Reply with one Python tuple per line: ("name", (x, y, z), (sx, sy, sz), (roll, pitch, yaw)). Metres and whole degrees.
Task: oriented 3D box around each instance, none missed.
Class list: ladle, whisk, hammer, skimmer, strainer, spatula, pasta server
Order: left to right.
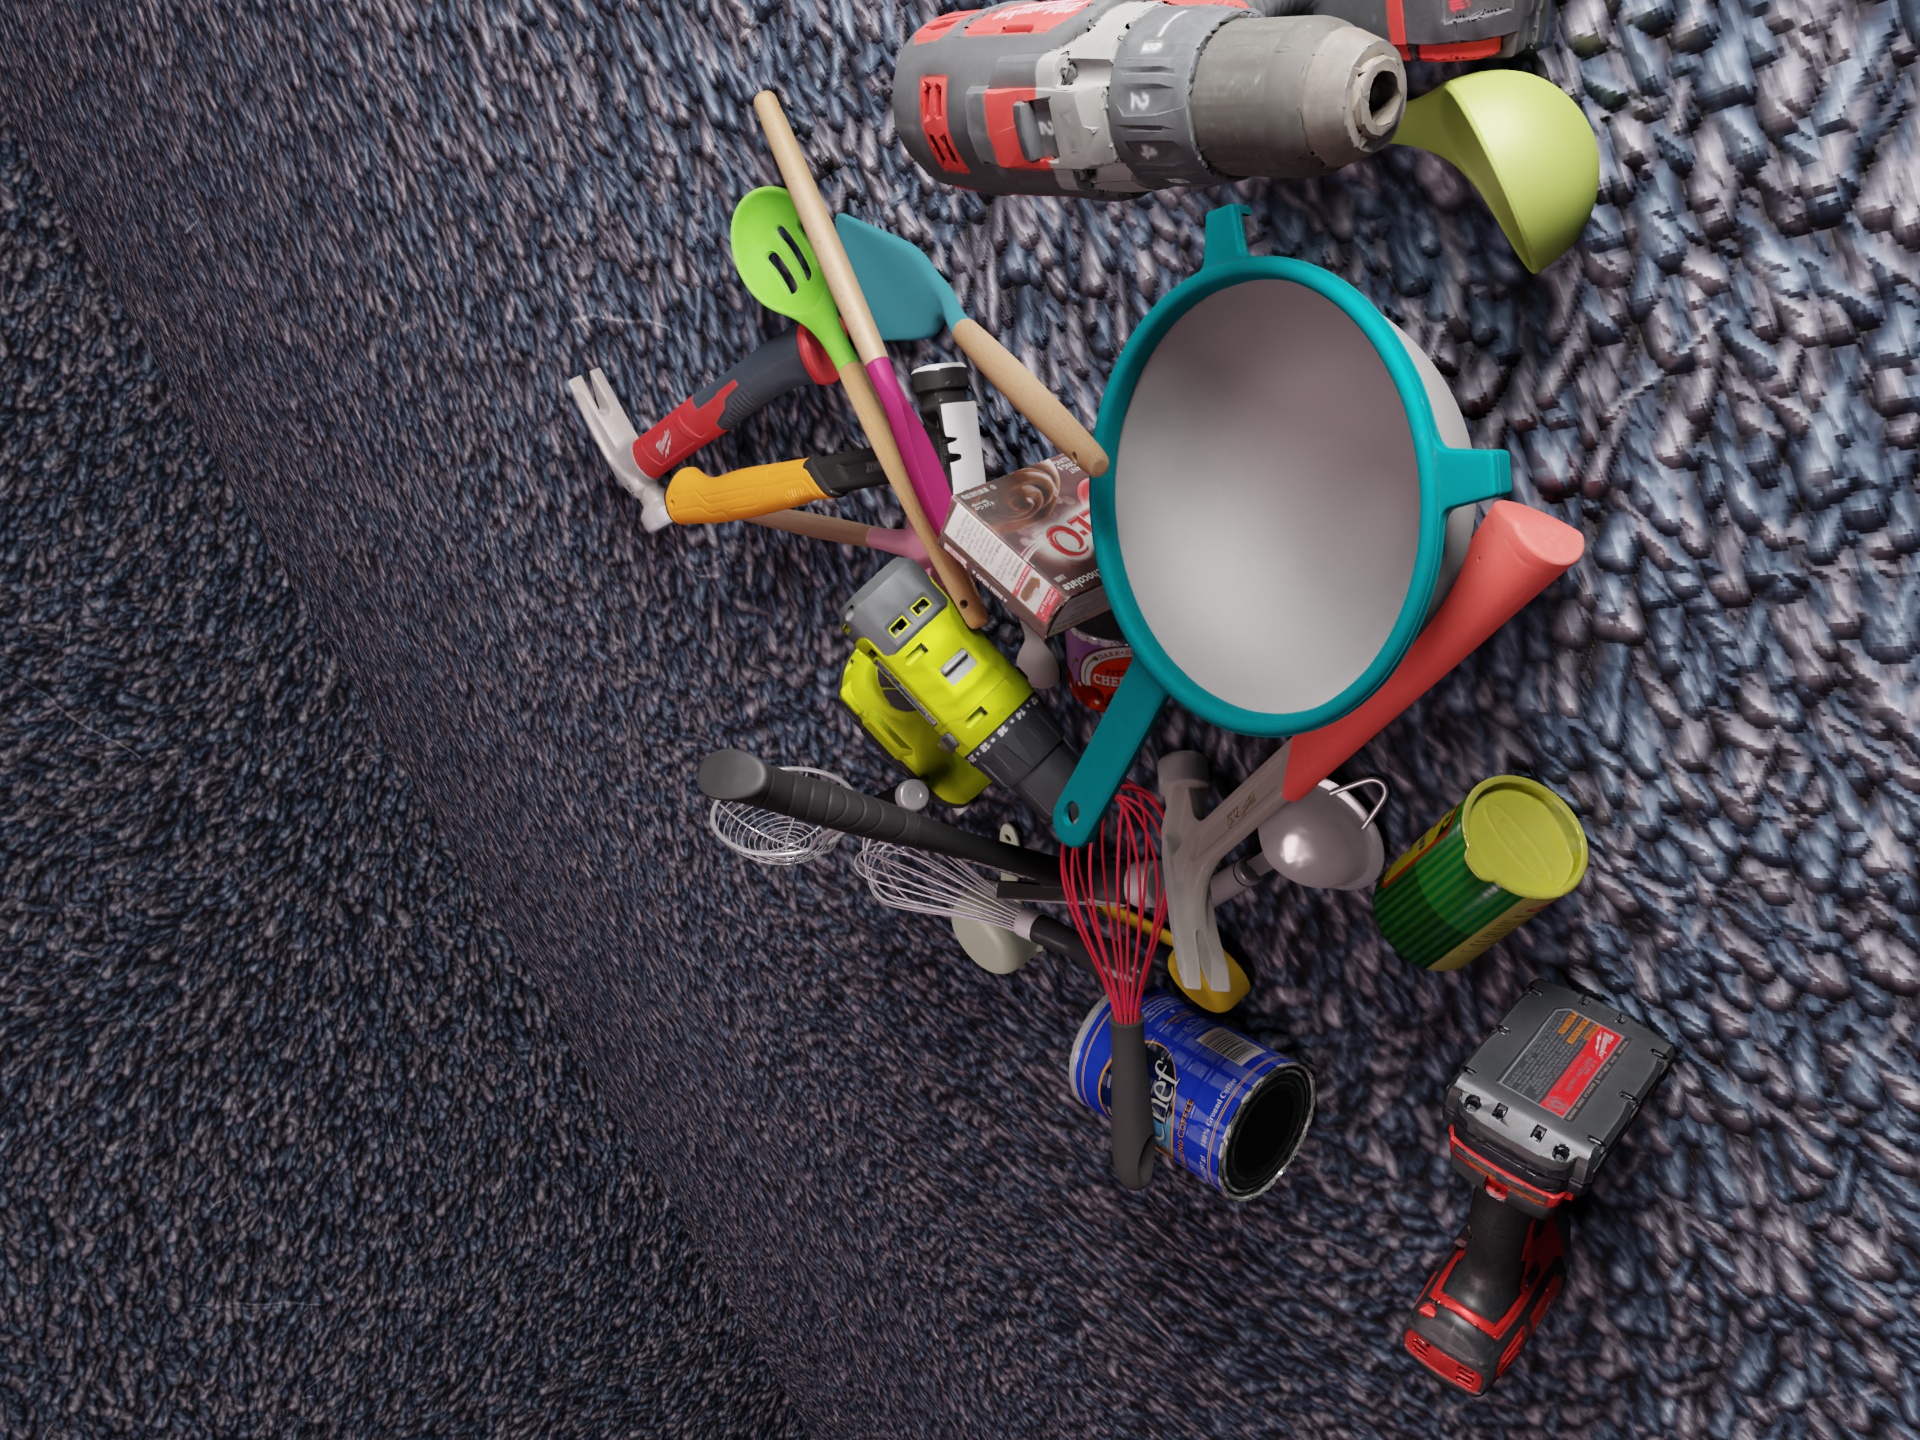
("hammer", (-0.191, -0.244, 1.180), (0.386, 0.038, 0.143), (-11, 109, 59))
("hammer", (-0.103, -0.154, 1.080), (0.337, 0.034, 0.127), (2, 102, 50))
("skimmer", (-0.105, 0.056, 1.241), (0.363, 0.127, 0.090), (-28, 81, 67))
("pasta server", (-0.083, -0.133, 1.137), (0.316, 0.040, 0.060), (18, 117, 49))
("hammer", (-0.024, 0.075, 1.036), (0.334, 0.035, 0.146), (20, 164, -38))
("spatula", (0.001, -0.200, 0.872), (0.318, 0.044, 0.082), (-124, 21, -51))
("whisk", (0.028, 0.141, 1.197), (0.285, 0.070, 0.070), (20, 137, 37))
("whisk", (0.106, 0.176, 1.031), (0.073, 0.073, 0.295), (16, 118, 49))
("strainer", (0.140, -0.059, 0.771), (0.211, 0.095, 0.340), (56, 140, 31))
("strainer", (0.182, 0.092, 0.979), (0.087, 0.050, 0.258), (47, 154, 4))
("ladle", (0.127, -0.249, 0.683), (0.320, 0.062, 0.078), (28, 169, 45))
("hammer", (0.194, 0.013, 0.821), (0.359, 0.036, 0.149), (125, 147, -55))

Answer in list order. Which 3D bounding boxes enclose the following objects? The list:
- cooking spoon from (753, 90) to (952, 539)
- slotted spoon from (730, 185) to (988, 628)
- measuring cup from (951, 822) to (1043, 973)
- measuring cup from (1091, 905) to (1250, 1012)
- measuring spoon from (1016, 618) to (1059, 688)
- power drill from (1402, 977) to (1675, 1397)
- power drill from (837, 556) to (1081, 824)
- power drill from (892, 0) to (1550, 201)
("cooking spoon", (-0.059, -0.231, 0.931), (0.319, 0.017, 0.068), (68, -168, 10))
("slotted spoon", (-0.058, -0.192, 0.967), (0.070, 0.031, 0.314), (-35, 74, 31))
("measuring cup", (0.026, 0.141, 1.260), (0.083, 0.038, 0.167), (38, 149, 28))
("measuring cup", (0.137, 0.161, 1.120), (0.157, 0.029, 0.062), (22, 149, 48))
("measuring spoon", (0.036, -0.073, 1.041), (0.034, 0.018, 0.124), (16, 133, 49))
("power drill", (0.310, 0.256, 0.867), (0.079, 0.143, 0.219), (28, 135, 33))
("power drill", (-0.002, -0.003, 1.035), (0.190, 0.080, 0.228), (47, 170, -1))
("power drill", (0.111, -0.236, 0.537), (0.188, 0.227, 0.080), (22, 138, 45))
